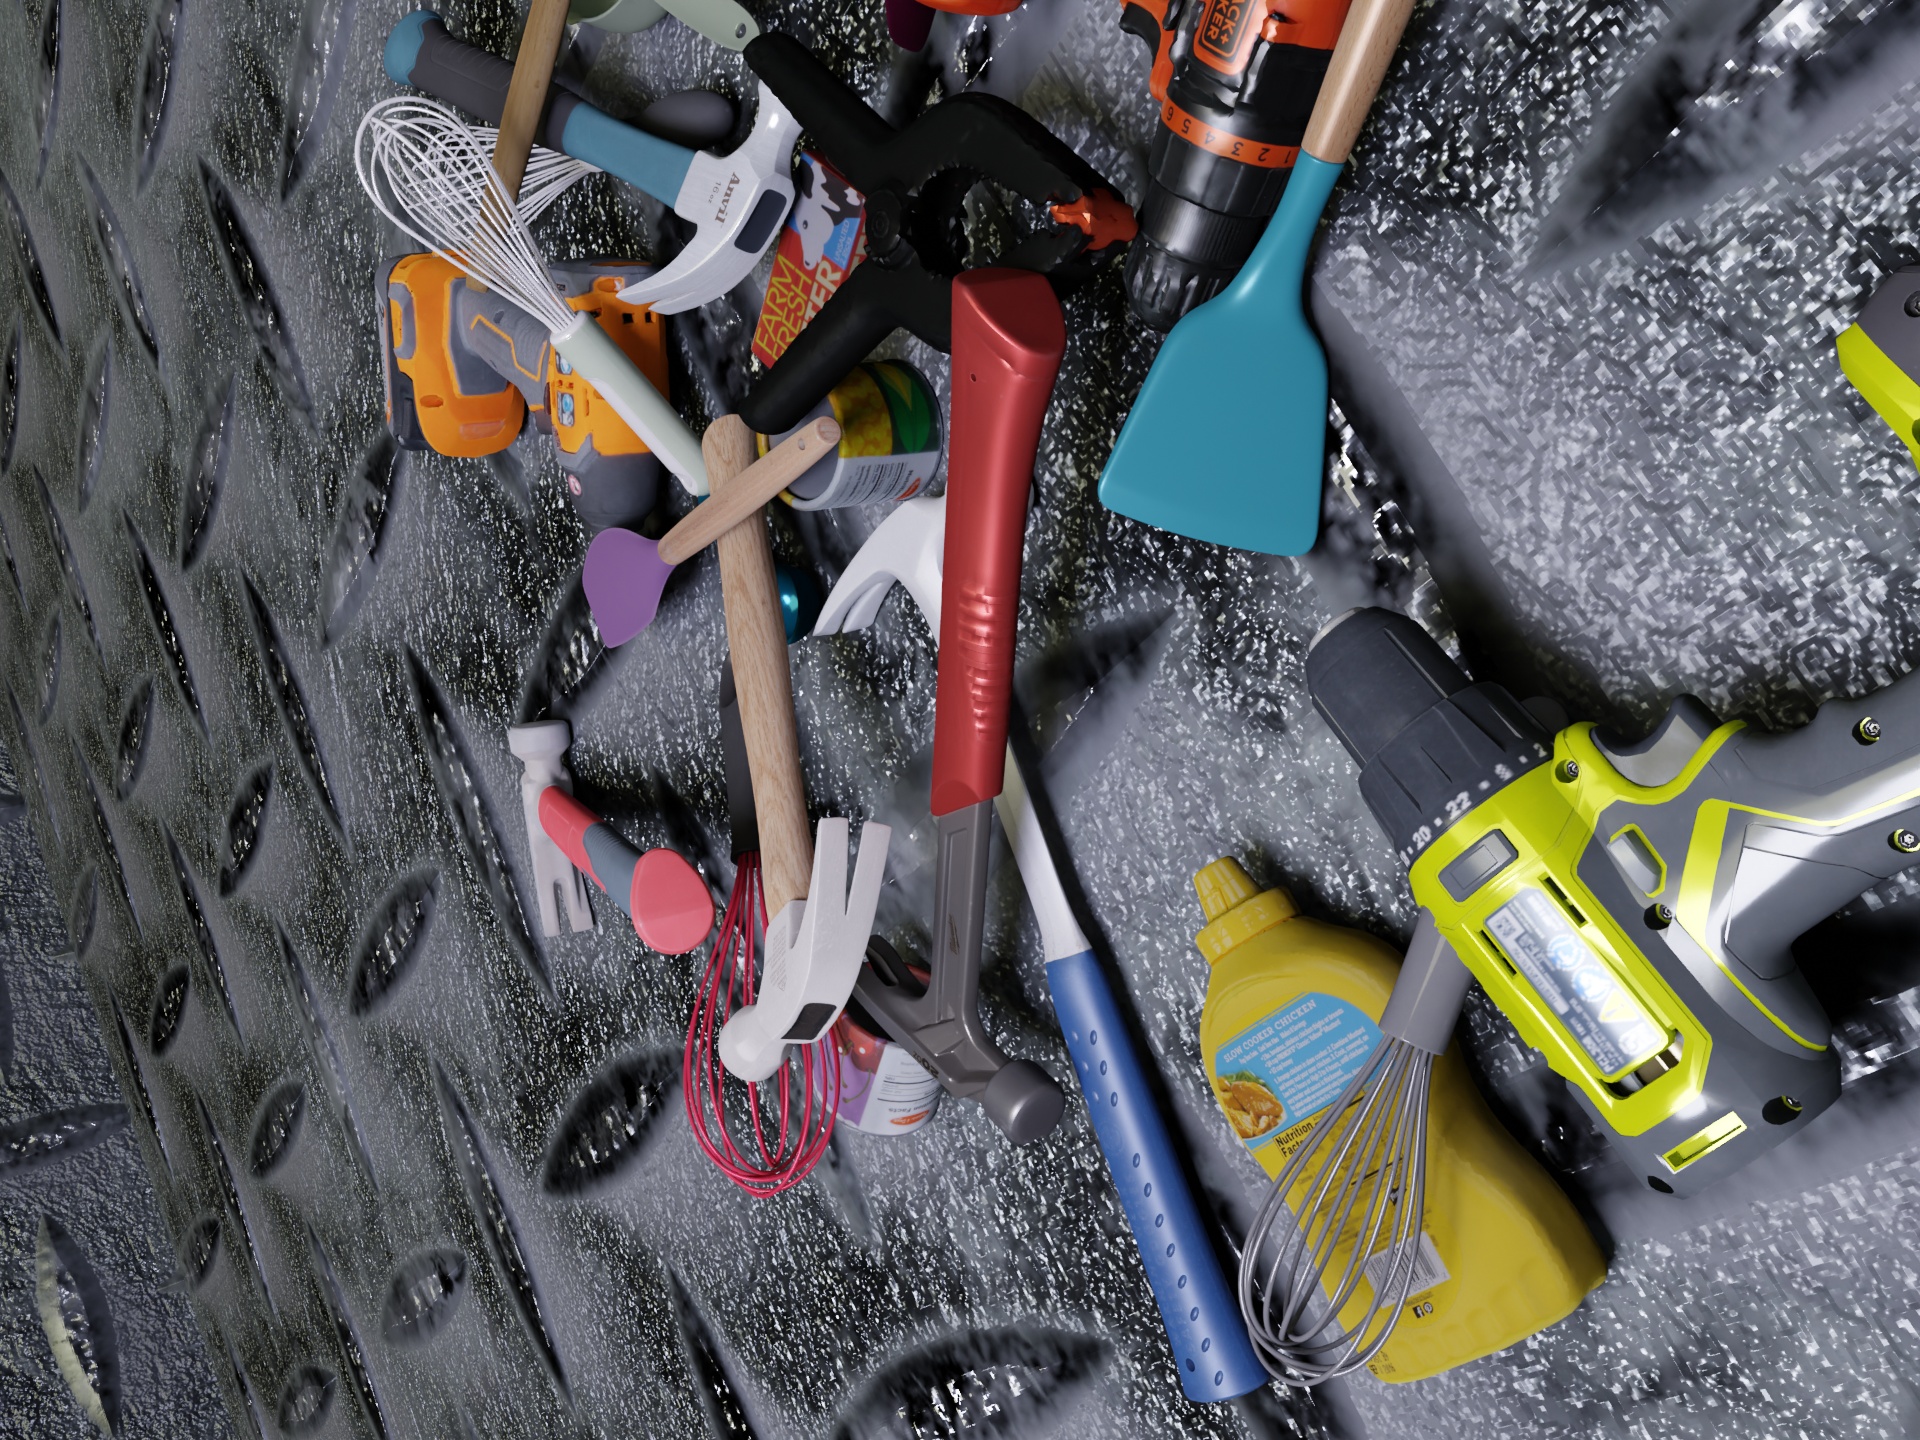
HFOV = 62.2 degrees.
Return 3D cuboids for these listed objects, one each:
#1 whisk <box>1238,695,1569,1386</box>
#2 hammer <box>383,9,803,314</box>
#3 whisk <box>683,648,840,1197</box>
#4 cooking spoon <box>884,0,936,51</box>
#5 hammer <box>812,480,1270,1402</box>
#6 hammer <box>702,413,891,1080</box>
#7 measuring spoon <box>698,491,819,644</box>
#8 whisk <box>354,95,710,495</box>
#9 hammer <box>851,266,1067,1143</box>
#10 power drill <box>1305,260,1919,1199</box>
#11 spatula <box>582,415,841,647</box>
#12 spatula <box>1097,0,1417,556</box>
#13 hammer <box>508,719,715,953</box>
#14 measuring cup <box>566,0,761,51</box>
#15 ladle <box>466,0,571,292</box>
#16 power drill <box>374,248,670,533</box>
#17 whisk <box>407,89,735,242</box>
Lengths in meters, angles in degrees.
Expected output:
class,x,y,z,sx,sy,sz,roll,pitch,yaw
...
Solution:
class,x,y,z,sx,sy,sz,roll,pitch,yaw
whisk,0.149,0.104,0.520,0.055,0.055,0.239,22,90,44
hammer,-0.200,-0.304,0.807,0.331,0.033,0.128,34,107,34
whisk,-0.102,0.086,0.788,0.073,0.073,0.296,-42,45,46
cooking spoon,-0.003,-0.426,0.606,0.017,0.069,0.318,12,106,18
hammer,0.041,0.094,0.704,0.144,0.035,0.405,-28,79,48
hammer,-0.090,-0.013,0.739,0.130,0.031,0.332,-49,43,45
measuring spoon,-0.105,-0.086,0.840,0.129,0.021,0.042,51,135,39
whisk,-0.201,-0.201,0.791,0.058,0.059,0.246,15,153,51
hammer,-0.001,-0.002,0.644,0.149,0.036,0.358,36,133,43
power drill,0.212,-0.007,0.425,0.228,0.080,0.191,-50,63,34
spatula,-0.134,-0.093,0.782,0.316,0.018,0.060,-18,92,58
spatula,0.126,-0.197,0.496,0.044,0.082,0.317,-81,6,-51
hammer,-0.198,0.088,0.882,0.386,0.038,0.143,-167,69,-66
measuring cup,-0.139,-0.360,0.779,0.168,0.038,0.083,41,116,28
ladle,-0.195,-0.364,0.774,0.069,0.031,0.315,26,103,35
power drill,-0.250,-0.189,0.924,0.227,0.084,0.164,20,116,41
whisk,-0.217,-0.310,0.875,0.285,0.070,0.070,6,105,42
